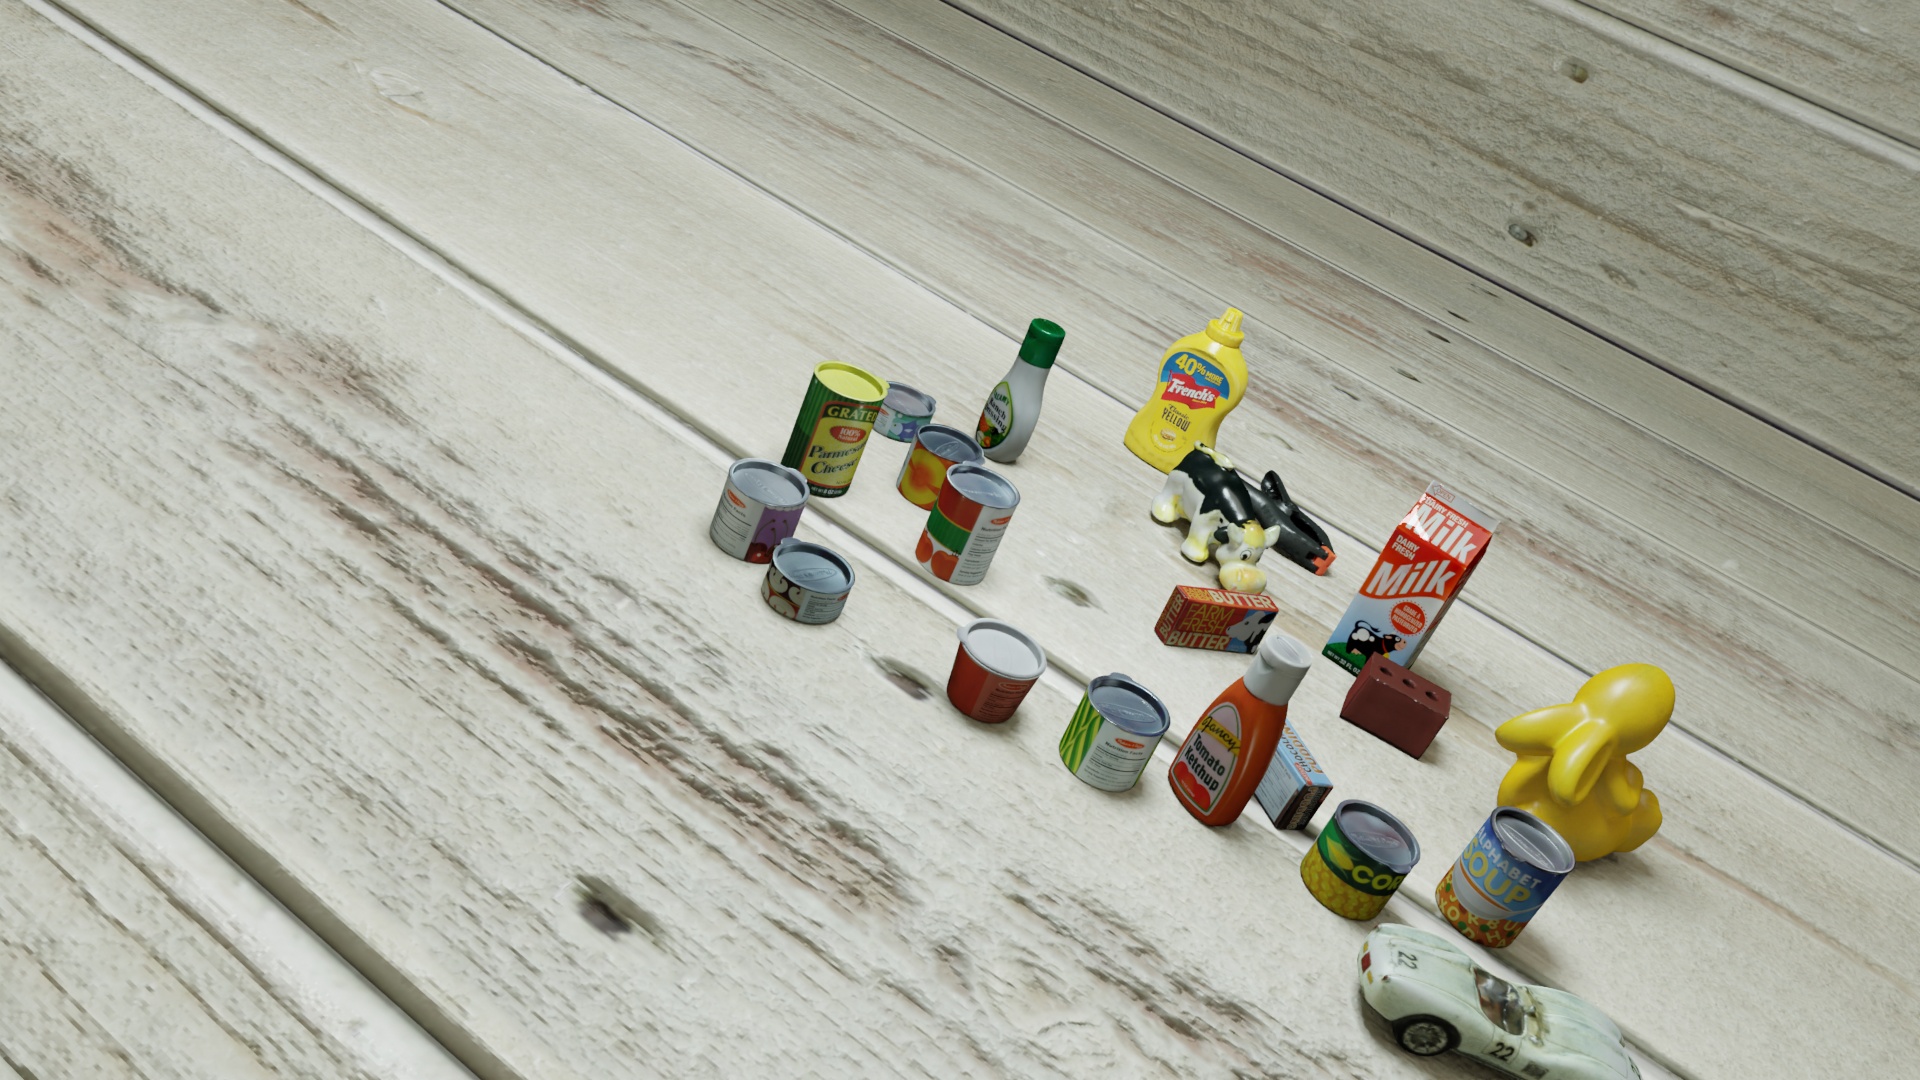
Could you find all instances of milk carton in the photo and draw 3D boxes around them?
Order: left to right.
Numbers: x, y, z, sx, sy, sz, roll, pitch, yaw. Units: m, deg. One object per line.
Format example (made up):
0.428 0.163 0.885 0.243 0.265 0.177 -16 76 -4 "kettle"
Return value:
0.418 0.041 1.283 0.072 0.189 0.074 36 31 22 "milk carton"

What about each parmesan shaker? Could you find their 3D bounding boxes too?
-0.110 -0.097 1.218 0.071 0.102 0.071 18 29 -10 "parmesan shaker"

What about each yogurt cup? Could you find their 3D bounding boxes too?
0.024 0.099 1.039 0.072 0.053 0.073 18 29 -10 "yogurt cup"

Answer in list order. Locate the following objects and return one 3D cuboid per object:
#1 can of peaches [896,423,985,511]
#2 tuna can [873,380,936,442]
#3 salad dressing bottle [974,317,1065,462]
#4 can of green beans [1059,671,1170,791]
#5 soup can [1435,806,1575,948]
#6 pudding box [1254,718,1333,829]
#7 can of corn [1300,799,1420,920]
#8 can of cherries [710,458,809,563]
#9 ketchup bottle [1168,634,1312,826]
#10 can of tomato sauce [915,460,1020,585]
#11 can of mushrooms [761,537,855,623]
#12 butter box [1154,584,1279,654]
-0.018 -0.065 1.279 0.071 0.057 0.071 18 29 -10 "can of peaches"
-0.059 -0.128 1.380 0.071 0.032 0.071 18 29 -10 "tuna can"
0.061 -0.150 1.385 0.044 0.147 0.064 3 35 -33 "salad dressing bottle"
0.113 0.143 1.028 0.071 0.057 0.071 18 29 -10 "can of green beans"
0.401 0.250 1.030 0.071 0.083 0.072 18 29 -10 "soup can"
0.247 0.177 1.076 0.030 0.049 0.084 8 32 -27 "pudding box"
0.289 0.233 1.004 0.071 0.058 0.071 18 29 -10 "can of corn"
-0.158 -0.024 1.107 0.071 0.058 0.072 18 29 -10 "can of cherries"
0.206 0.136 1.013 0.043 0.148 0.065 2 35 -35 "ketchup bottle"
0.004 -0.015 1.185 0.071 0.082 0.071 18 29 -10 "can of tomato sauce"
-0.119 0.031 1.071 0.071 0.033 0.071 18 29 -10 "can of mushrooms"
0.228 0.071 1.237 0.103 0.053 0.024 8 32 -26 "butter box"
